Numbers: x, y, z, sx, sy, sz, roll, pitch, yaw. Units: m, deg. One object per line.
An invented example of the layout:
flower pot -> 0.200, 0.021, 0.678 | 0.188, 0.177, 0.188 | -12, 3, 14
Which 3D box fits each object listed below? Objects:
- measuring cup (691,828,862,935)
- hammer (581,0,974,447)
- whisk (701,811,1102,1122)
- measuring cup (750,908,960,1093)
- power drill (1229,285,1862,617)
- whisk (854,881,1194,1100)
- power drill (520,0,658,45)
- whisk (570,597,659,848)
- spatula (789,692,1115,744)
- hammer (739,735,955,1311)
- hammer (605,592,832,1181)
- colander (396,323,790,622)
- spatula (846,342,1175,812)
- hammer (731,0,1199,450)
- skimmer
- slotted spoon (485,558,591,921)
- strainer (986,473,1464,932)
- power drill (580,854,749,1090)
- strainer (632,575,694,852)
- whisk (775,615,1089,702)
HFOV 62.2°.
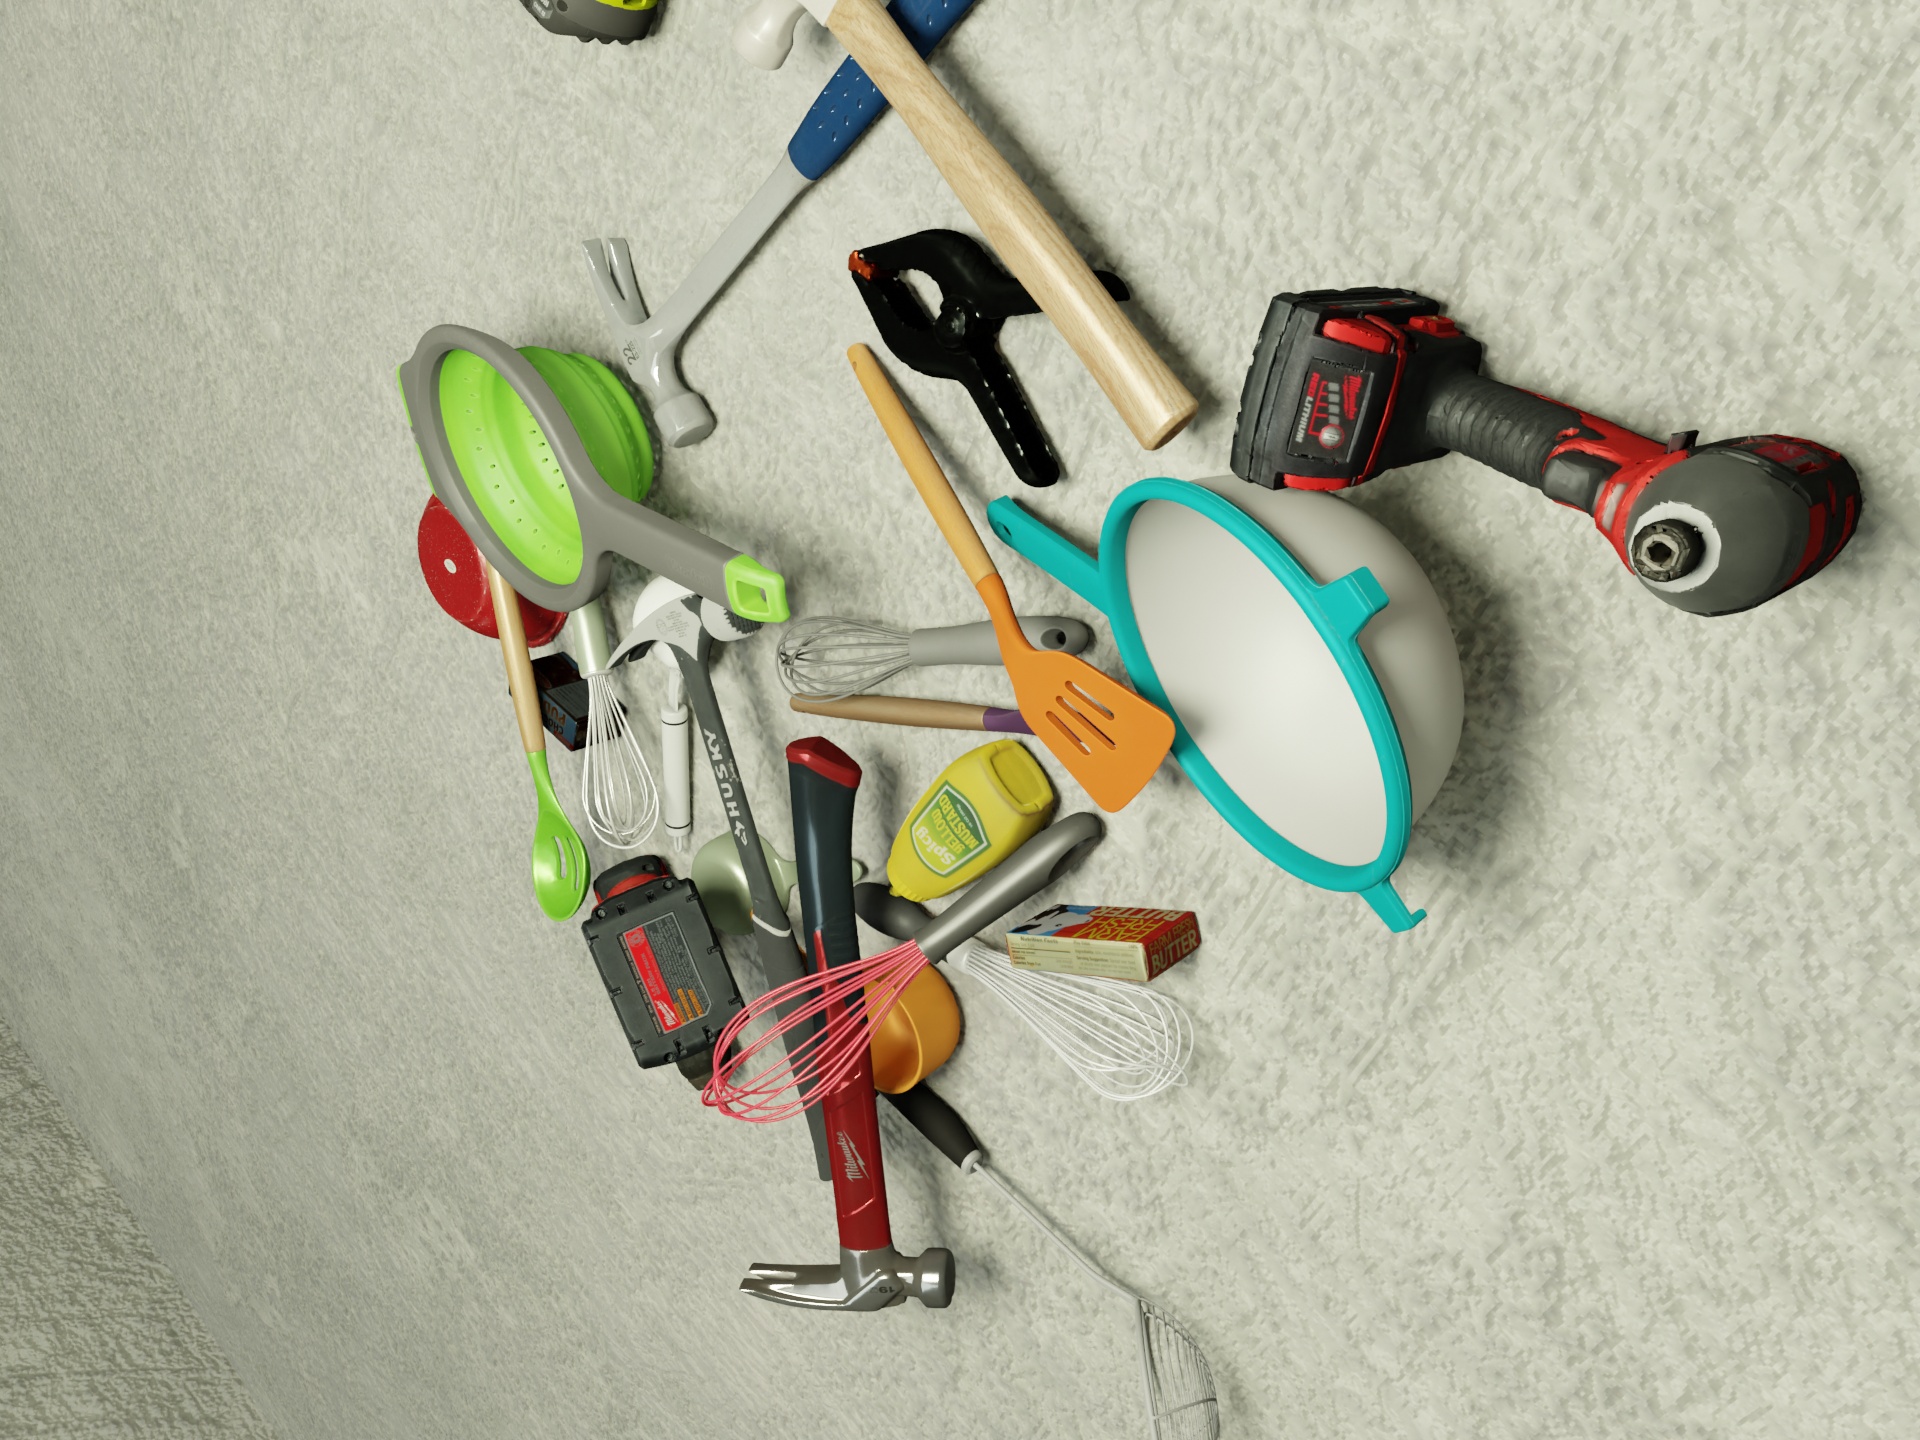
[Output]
measuring cup -> -0.133, 0.115, 1.125 | 0.167, 0.038, 0.083 | -10, 100, 47
hammer -> -0.100, -0.320, 0.918 | 0.405, 0.035, 0.144 | -33, 83, 45
whisk -> -0.036, 0.147, 0.943 | 0.296, 0.073, 0.073 | -37, 78, 8
measuring cup -> -0.071, 0.176, 1.087 | 0.174, 0.052, 0.095 | 39, 129, 27
power drill -> 0.225, -0.104, 0.629 | 0.220, 0.143, 0.078 | 30, 122, 34
whisk -> 0.028, 0.158, 0.987 | 0.285, 0.070, 0.070 | 22, 121, 41
power drill -> -0.198, -0.521, 0.901 | 0.171, 0.080, 0.223 | 51, 130, 14
whisk -> -0.267, -0.026, 1.171 | 0.059, 0.058, 0.246 | -12, 87, 15
spatula -> -0.002, -0.003, 0.957 | 0.316, 0.059, 0.018 | 5, 76, 46
hammer -> -0.091, 0.200, 1.016 | 0.143, 0.038, 0.386 | -2, 104, 11
hammer -> -0.136, 0.116, 1.062 | 0.149, 0.036, 0.409 | -8, 100, 45
colander -> -0.218, -0.155, 1.035 | 0.397, 0.094, 0.204 | 27, 137, 37
spatula -> 0.012, -0.094, 0.870 | 0.323, 0.041, 0.081 | 62, 145, 27
hammer -> 0.010, -0.274, 0.792 | 0.331, 0.031, 0.130 | 54, 135, 8
skimmer -> 0.030, 0.350, 1.035 | 0.364, 0.090, 0.127 | 38, 161, 28
slotted spoon -> -0.321, -0.003, 1.190 | 0.070, 0.031, 0.313 | 1, 105, 41
strainer -> 0.131, -0.061, 0.781 | 0.341, 0.095, 0.210 | 42, 157, 50
power drill -> -0.208, 0.192, 1.150 | 0.227, 0.080, 0.188 | 166, 81, -77
strainer -> -0.208, -0.011, 1.145 | 0.087, 0.050, 0.258 | 39, 135, 45
whisk -> -0.023, -0.041, 0.955 | 0.239, 0.055, 0.055 | -3, 105, 39
